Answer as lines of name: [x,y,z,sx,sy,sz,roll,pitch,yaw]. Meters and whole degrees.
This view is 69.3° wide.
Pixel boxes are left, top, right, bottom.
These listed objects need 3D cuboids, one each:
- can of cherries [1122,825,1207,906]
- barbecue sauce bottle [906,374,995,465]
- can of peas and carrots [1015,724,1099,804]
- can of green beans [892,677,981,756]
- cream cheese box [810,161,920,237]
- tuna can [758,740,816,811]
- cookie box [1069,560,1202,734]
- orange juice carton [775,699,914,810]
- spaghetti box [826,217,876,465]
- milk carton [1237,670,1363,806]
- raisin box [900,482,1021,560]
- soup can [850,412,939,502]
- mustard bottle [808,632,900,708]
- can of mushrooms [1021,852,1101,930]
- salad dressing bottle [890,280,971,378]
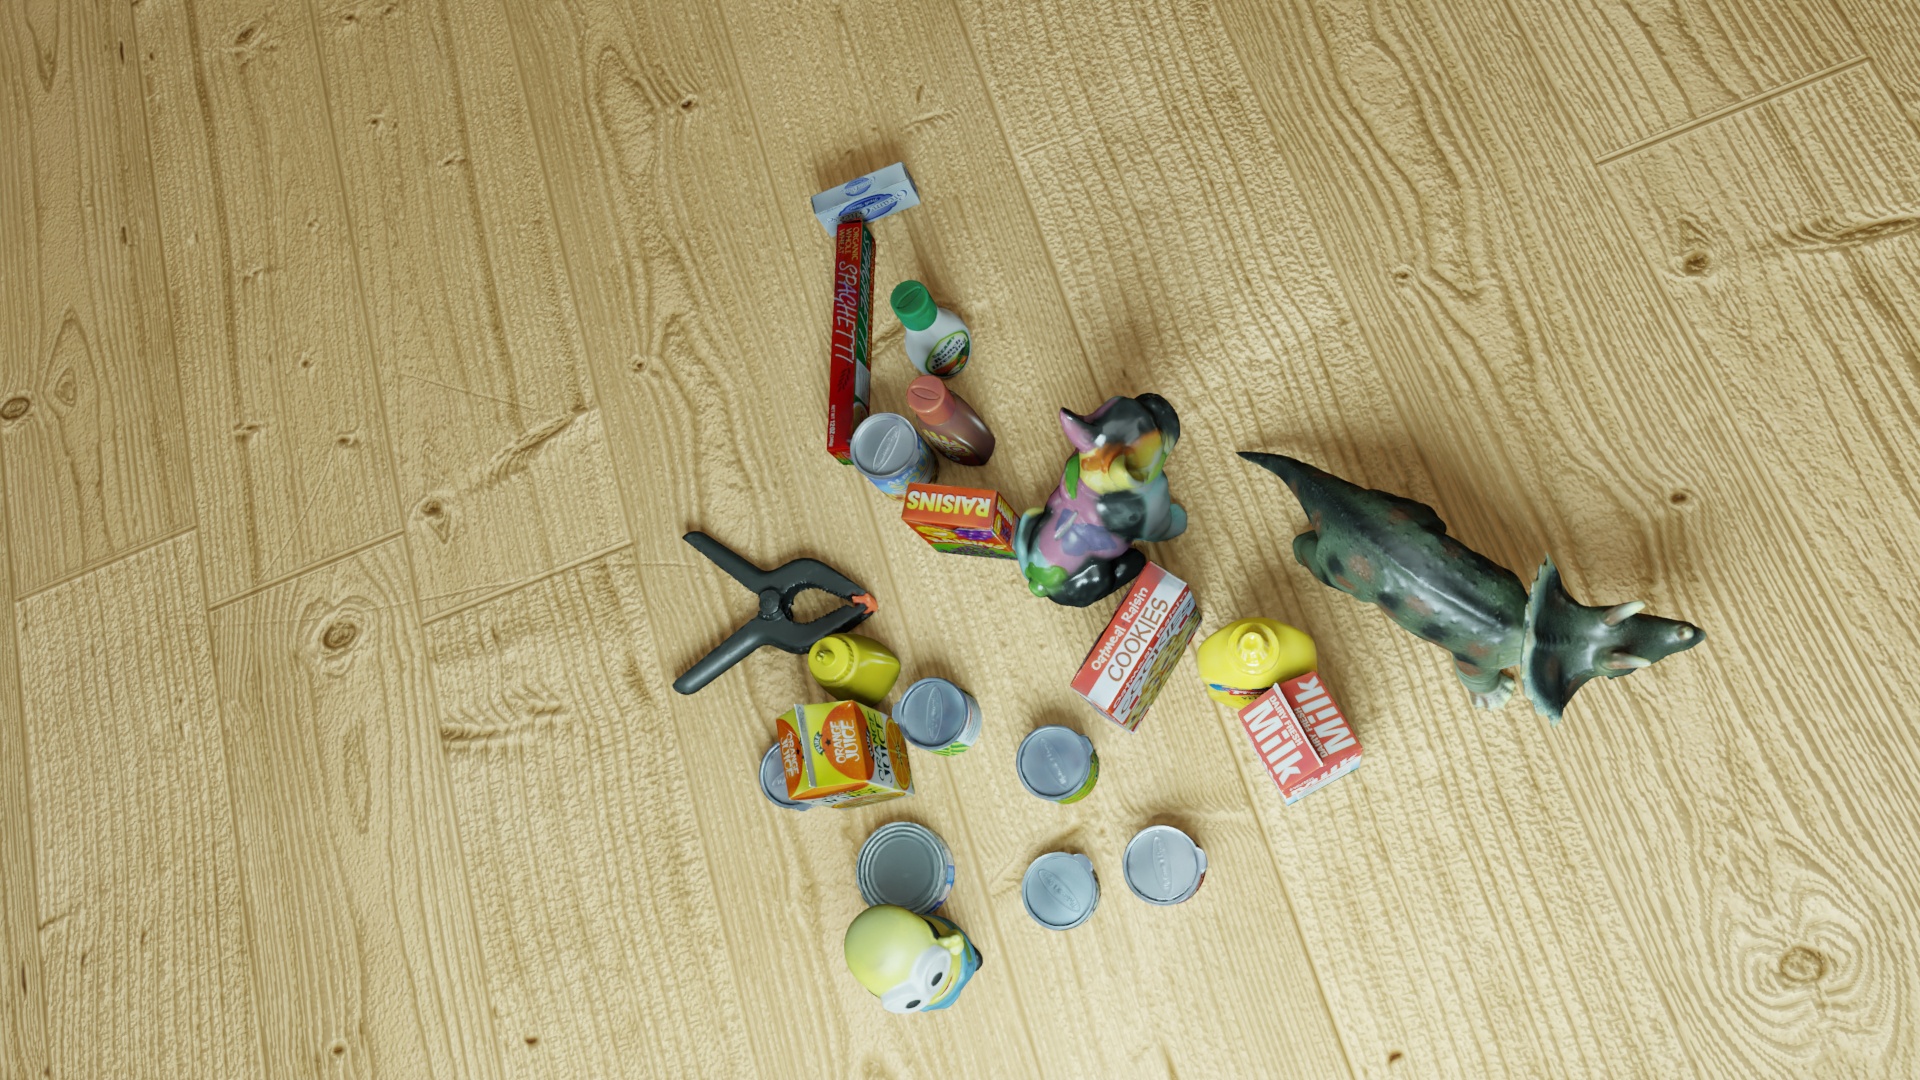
can of cherries: [0.178,0.279,1.188,0.071,0.058,0.071,-4,74,14]
barbecue sauce bottle: [-0.013,-0.113,1.297,0.065,0.148,0.044,20,81,19]
can of peas and carrots: [0.089,0.198,1.233,0.071,0.058,0.071,-4,74,14]
can of green beans: [-0.018,0.162,1.271,0.071,0.057,0.071,-4,74,14]
cream cheese box: [-0.097,-0.352,1.436,0.104,0.053,0.024,-19,72,9]
tuna can: [-0.151,0.221,1.302,0.071,0.032,0.071,-4,74,13]
cookie box: [0.153,0.095,1.187,0.040,0.167,0.123,31,85,20]
orange juice carton: [-0.105,0.189,1.214,0.073,0.192,0.072,-15,72,10]
spaghetti box: [-0.109,-0.200,1.399,0.028,0.050,0.250,-3,74,14]
milk carton: [0.276,0.160,1.126,0.073,0.190,0.072,-30,70,5]
raisin box: [0.005,-0.016,1.280,0.086,0.123,0.040,7,77,16]
soup can: [-0.060,-0.077,1.334,0.071,0.083,0.071,-4,75,14]
mustard bottle: [-0.102,0.113,1.252,0.049,0.160,0.065,36,87,20]
can of mushrooms: [0.091,0.305,1.217,0.071,0.033,0.071,-4,74,13]
salad dressing bottle: [-0.030,-0.202,1.327,0.064,0.147,0.044,-41,70,1]
